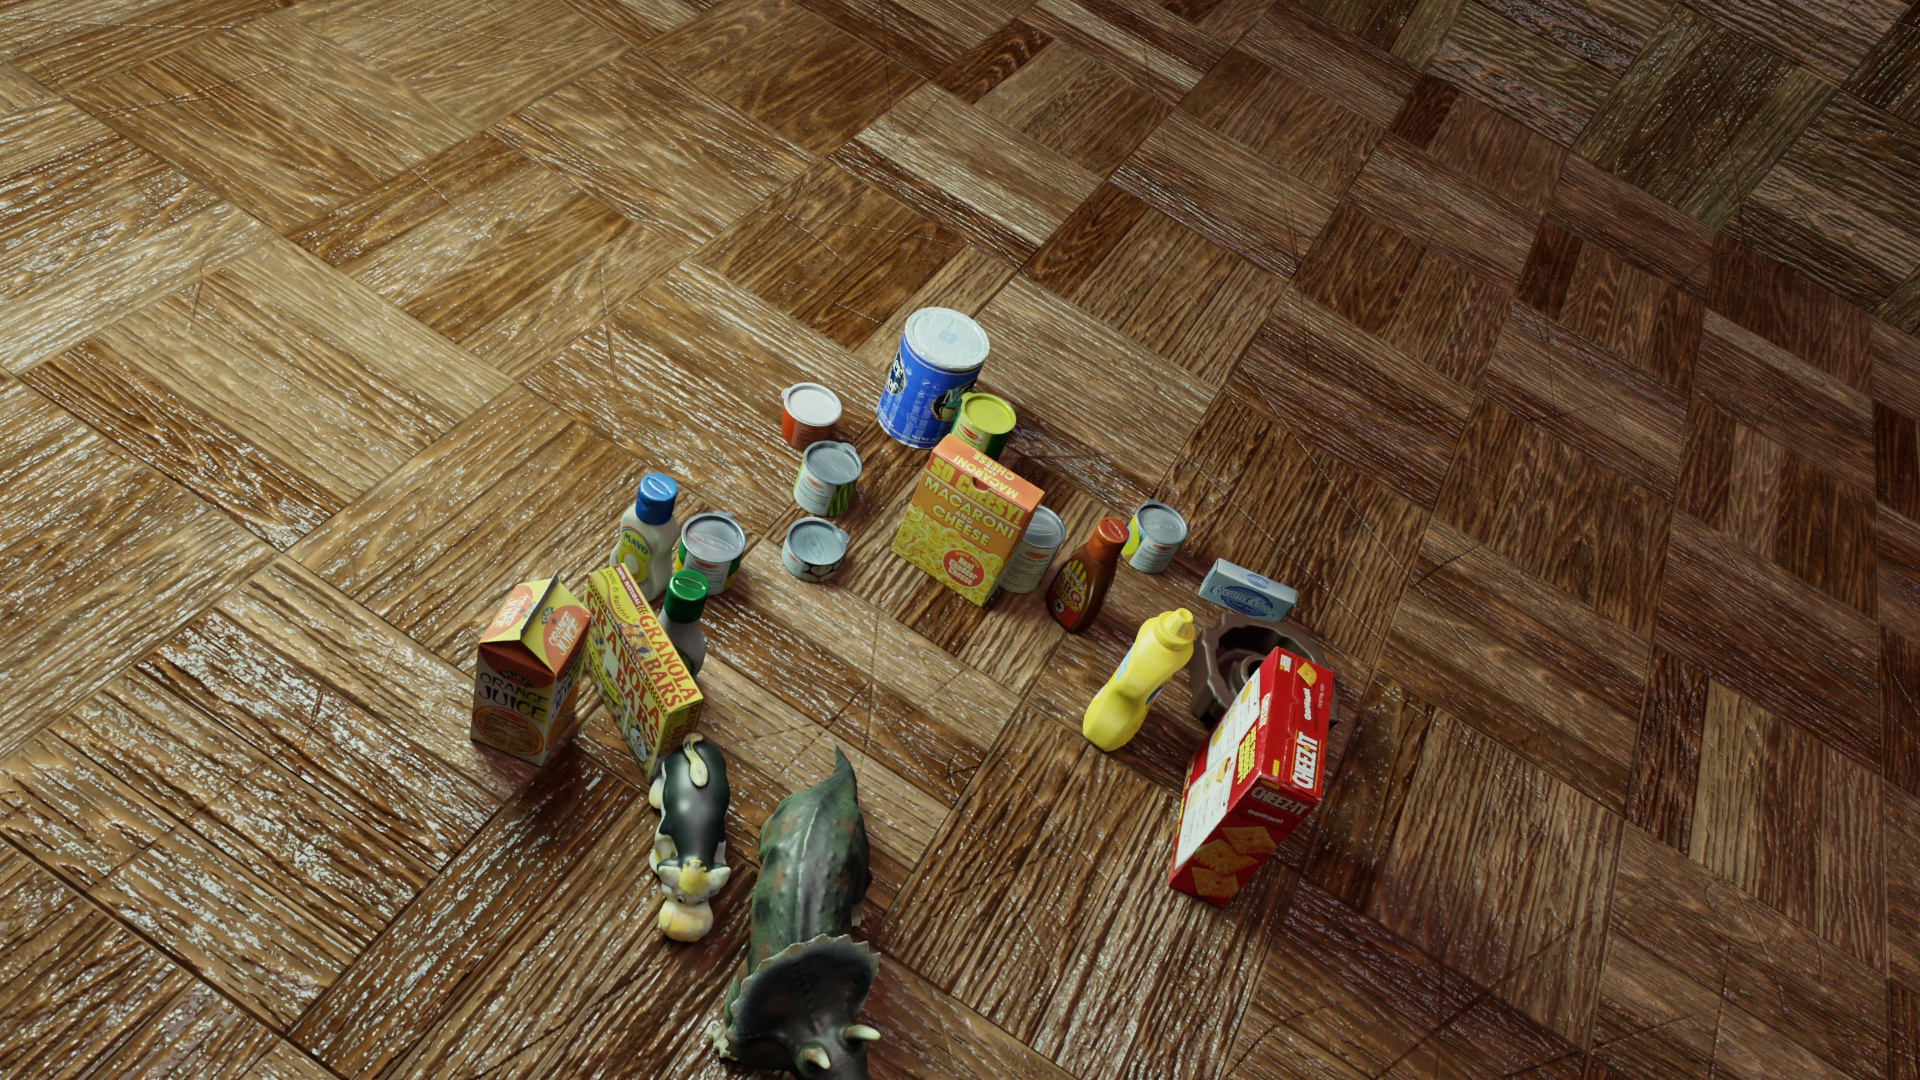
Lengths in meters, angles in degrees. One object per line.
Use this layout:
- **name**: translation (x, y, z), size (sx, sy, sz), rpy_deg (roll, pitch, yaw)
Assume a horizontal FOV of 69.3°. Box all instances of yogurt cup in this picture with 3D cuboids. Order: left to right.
- **yogurt cup**: translation (-0.177, -0.142, 1.620), size (0.072, 0.053, 0.073), rpy_deg (12, 47, -13)

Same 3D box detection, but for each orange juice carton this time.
- **orange juice carton**: translation (-0.376, 0.109, 1.215), size (0.073, 0.191, 0.072), rpy_deg (22, 45, -2)

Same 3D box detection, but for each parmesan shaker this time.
- **parmesan shaker**: translation (0.016, -0.117, 1.643), size (0.071, 0.102, 0.072), rpy_deg (12, 47, -13)

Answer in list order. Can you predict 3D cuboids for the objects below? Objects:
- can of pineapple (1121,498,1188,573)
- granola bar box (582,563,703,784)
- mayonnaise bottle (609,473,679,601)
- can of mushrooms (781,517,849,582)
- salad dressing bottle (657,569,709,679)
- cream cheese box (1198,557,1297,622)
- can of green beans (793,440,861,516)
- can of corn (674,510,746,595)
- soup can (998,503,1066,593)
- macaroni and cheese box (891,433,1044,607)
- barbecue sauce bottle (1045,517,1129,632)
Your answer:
- **can of pineapple**: translation (0.230, -0.004, 1.662), size (0.071, 0.057, 0.071), rpy_deg (12, 47, -13)
- **granola bar box**: translation (-0.298, 0.122, 1.282), size (0.039, 0.123, 0.166), rpy_deg (-18, 59, -34)
- **mayonnaise bottle**: translation (-0.310, -0.005, 1.376), size (0.065, 0.147, 0.041), rpy_deg (36, 46, 11)
- **can of mushrooms**: translation (-0.157, 0.010, 1.505), size (0.071, 0.033, 0.071), rpy_deg (12, 47, -13)
- **salad dressing bottle**: translation (-0.268, 0.086, 1.312), size (0.064, 0.146, 0.044), rpy_deg (20, 46, -5)
- **cream cheese box**: translation (0.341, 0.063, 1.650), size (0.104, 0.053, 0.024), rpy_deg (23, 45, -2)
- **can of green beans**: translation (-0.150, -0.069, 1.563), size (0.071, 0.057, 0.071), rpy_deg (12, 47, -13)
- **can of corn**: translation (-0.260, 0.013, 1.443), size (0.071, 0.058, 0.071), rpy_deg (12, 47, -13)
- **soup can**: translation (0.074, 0.008, 1.569), size (0.071, 0.083, 0.072), rpy_deg (12, 47, -13)
- **macaroni and cheese box**: translation (0.005, -0.019, 1.506), size (0.124, 0.165, 0.040), rpy_deg (32, 46, 7)
- **barbecue sauce bottle**: translation (0.142, 0.035, 1.527), size (0.044, 0.147, 0.065), rpy_deg (-15, 57, -32)
